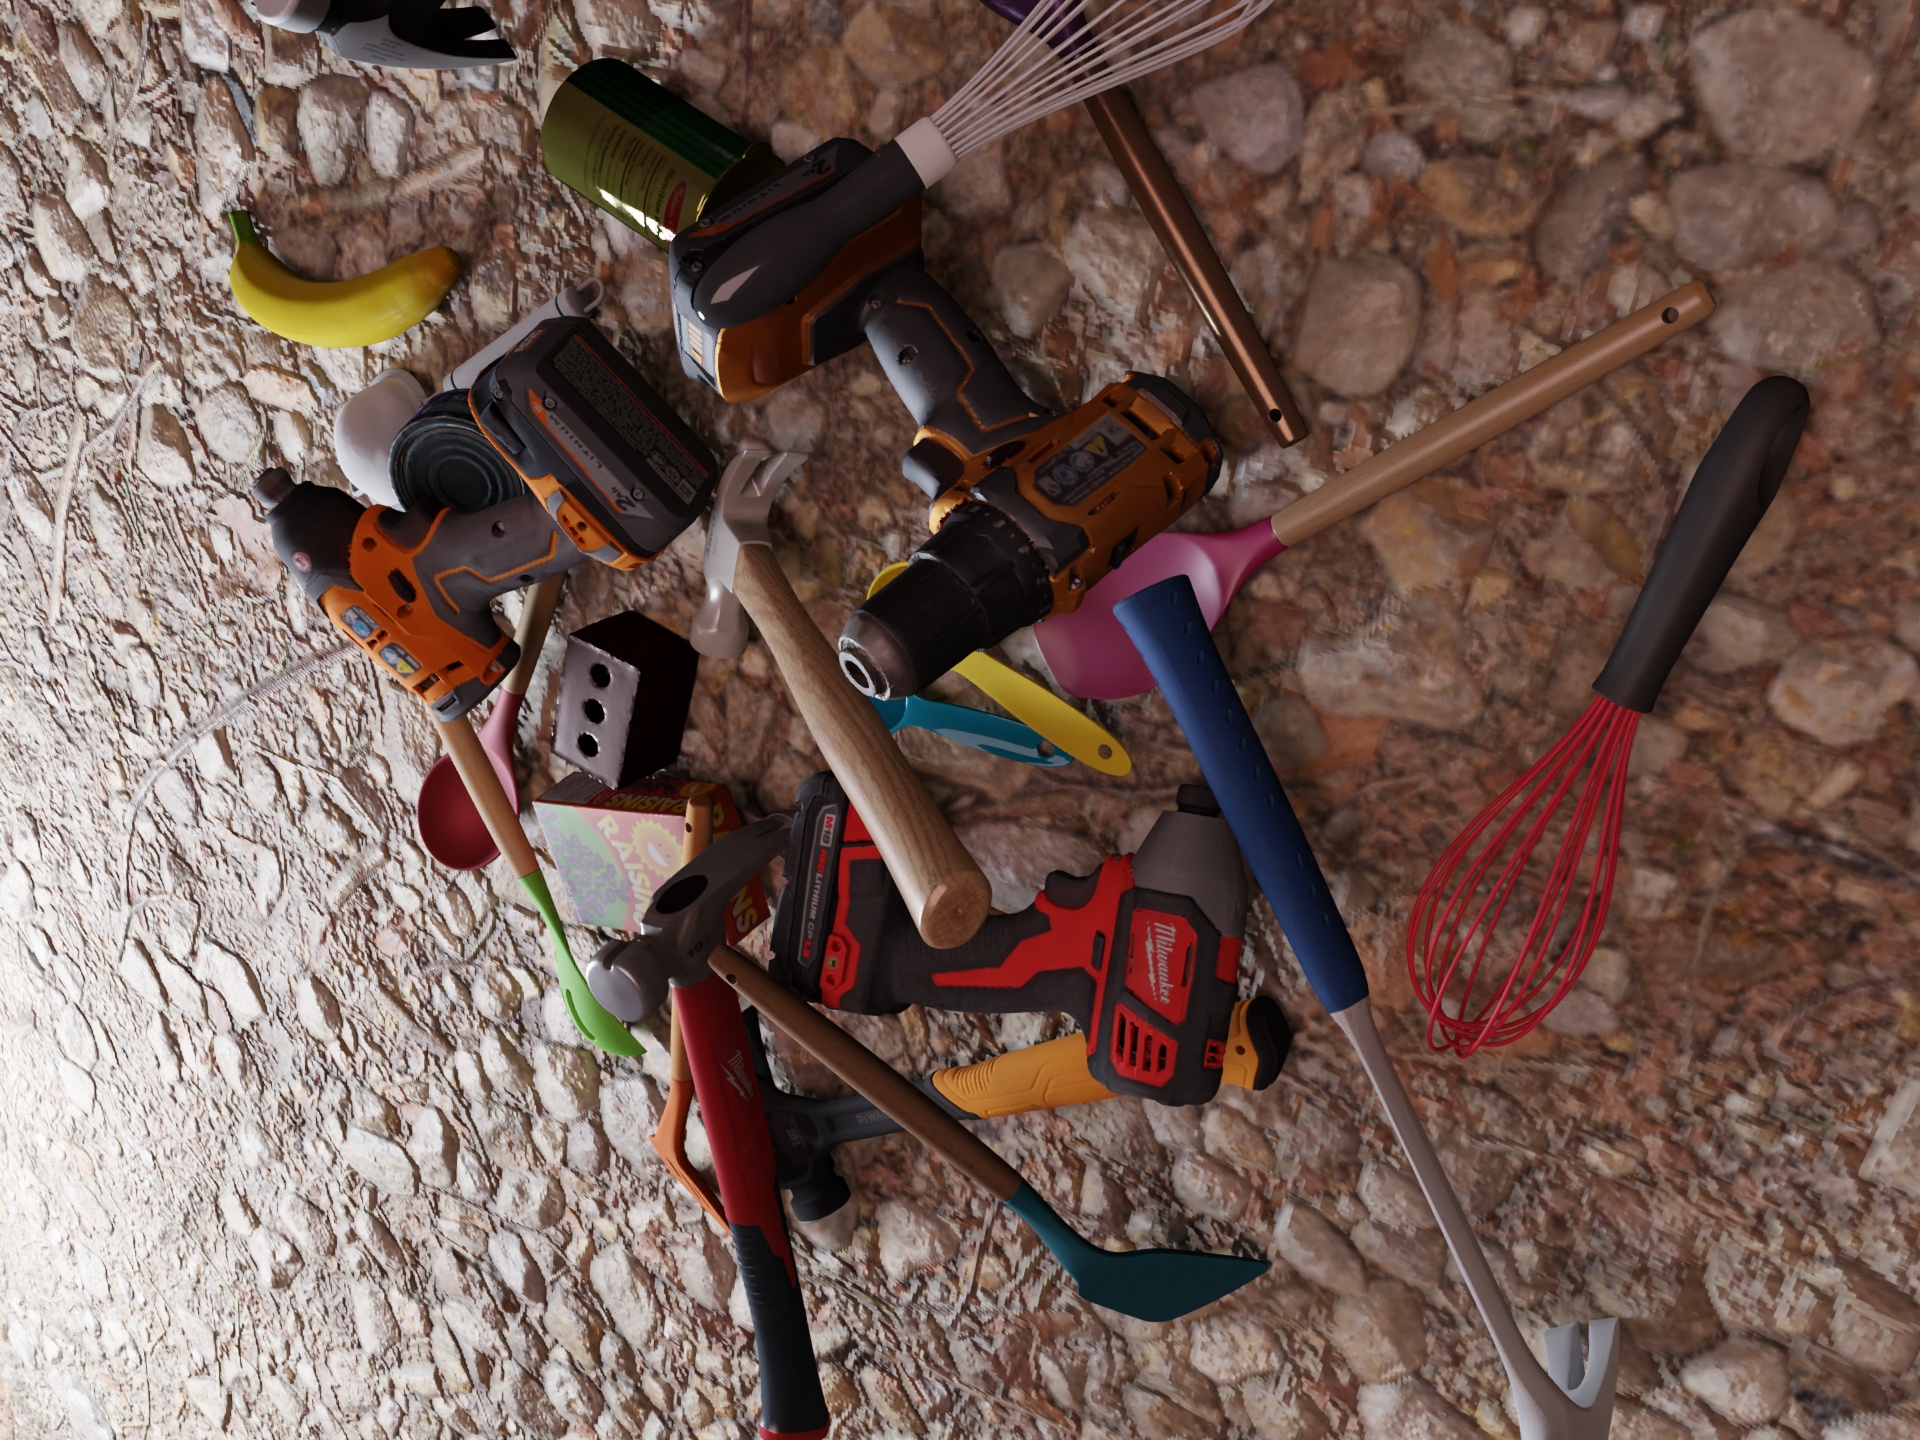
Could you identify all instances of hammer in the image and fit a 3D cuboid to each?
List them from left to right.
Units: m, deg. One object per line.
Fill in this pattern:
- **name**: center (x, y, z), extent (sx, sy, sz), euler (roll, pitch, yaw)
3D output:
- **hammer**: center (-0.169, -0.420, 0.711), extent (0.334, 0.146, 0.035), euler (-37, 85, 23)
- **hammer**: center (-0.104, 0.241, 0.856), extent (0.038, 0.143, 0.386), euler (11, 124, 29)
- **hammer**: center (-0.061, -0.018, 0.702), extent (0.332, 0.031, 0.130), euler (-126, 42, -51)
- **hammer**: center (0.015, 0.184, 0.829), extent (0.337, 0.034, 0.127), euler (-20, 95, 35)
- **hammer**: center (0.169, 0.127, 0.668), extent (0.035, 0.144, 0.405), euler (-28, 84, 33)

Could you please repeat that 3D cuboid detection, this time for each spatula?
- **spatula**: center (-0.147, 0.175, 0.892), extent (0.081, 0.041, 0.322), euler (33, 128, 35)
- **spatula**: center (0.007, 0.204, 0.770), extent (0.317, 0.044, 0.082), euler (40, 126, -8)
- **spatula**: center (0.062, -0.253, 0.667), extent (0.060, 0.018, 0.316), euler (-31, 87, 36)

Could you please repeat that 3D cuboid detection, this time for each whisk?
- **whisk**: center (0.013, -0.240, 0.616), extent (0.284, 0.070, 0.070), euler (-34, 86, 6)
- **whisk**: center (0.247, 0.008, 0.616), extent (0.073, 0.073, 0.295), euler (28, 114, 21)

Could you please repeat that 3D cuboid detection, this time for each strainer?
- **strainer**: center (-0.288, -0.186, 0.896), extent (0.258, 0.050, 0.087), euler (-23, 78, 32)

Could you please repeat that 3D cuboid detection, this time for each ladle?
- **ladle**: center (-0.256, -0.041, 0.930), extent (0.069, 0.031, 0.315), euler (31, 118, 8)

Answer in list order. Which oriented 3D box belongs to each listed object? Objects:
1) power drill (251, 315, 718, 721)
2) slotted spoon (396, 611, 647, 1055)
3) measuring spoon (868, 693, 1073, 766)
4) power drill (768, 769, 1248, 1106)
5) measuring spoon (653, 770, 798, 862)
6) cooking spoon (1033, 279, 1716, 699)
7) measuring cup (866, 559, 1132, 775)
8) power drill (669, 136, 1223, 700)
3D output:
- **power drill**: center (-0.256, -0.109, 0.828), extent (0.226, 0.084, 0.164), euler (-31, 115, 29)
- **slotted spoon**: center (-0.268, 0.067, 0.940), extent (0.313, 0.031, 0.070), euler (66, 160, -9)
- **measuring spoon**: center (-0.001, -0.003, 0.793), extent (0.129, 0.021, 0.042), euler (17, 115, 17)
- **power drill**: center (0.027, 0.089, 0.752), extent (0.220, 0.078, 0.143), euler (9, 87, 26)
- **measuring spoon**: center (-0.124, 0.048, 0.886), extent (0.124, 0.018, 0.034), euler (20, 129, 33)
- **cooking spoon**: center (0.155, -0.090, 0.662), extent (0.319, 0.017, 0.069), euler (-29, 85, 36)
- **measuring cup**: center (0.023, -0.024, 0.760), extent (0.156, 0.029, 0.062), euler (36, 122, 17)
- **power drill**: center (-0.029, -0.125, 0.670), extent (0.226, 0.185, 0.084), euler (44, 158, 16)
